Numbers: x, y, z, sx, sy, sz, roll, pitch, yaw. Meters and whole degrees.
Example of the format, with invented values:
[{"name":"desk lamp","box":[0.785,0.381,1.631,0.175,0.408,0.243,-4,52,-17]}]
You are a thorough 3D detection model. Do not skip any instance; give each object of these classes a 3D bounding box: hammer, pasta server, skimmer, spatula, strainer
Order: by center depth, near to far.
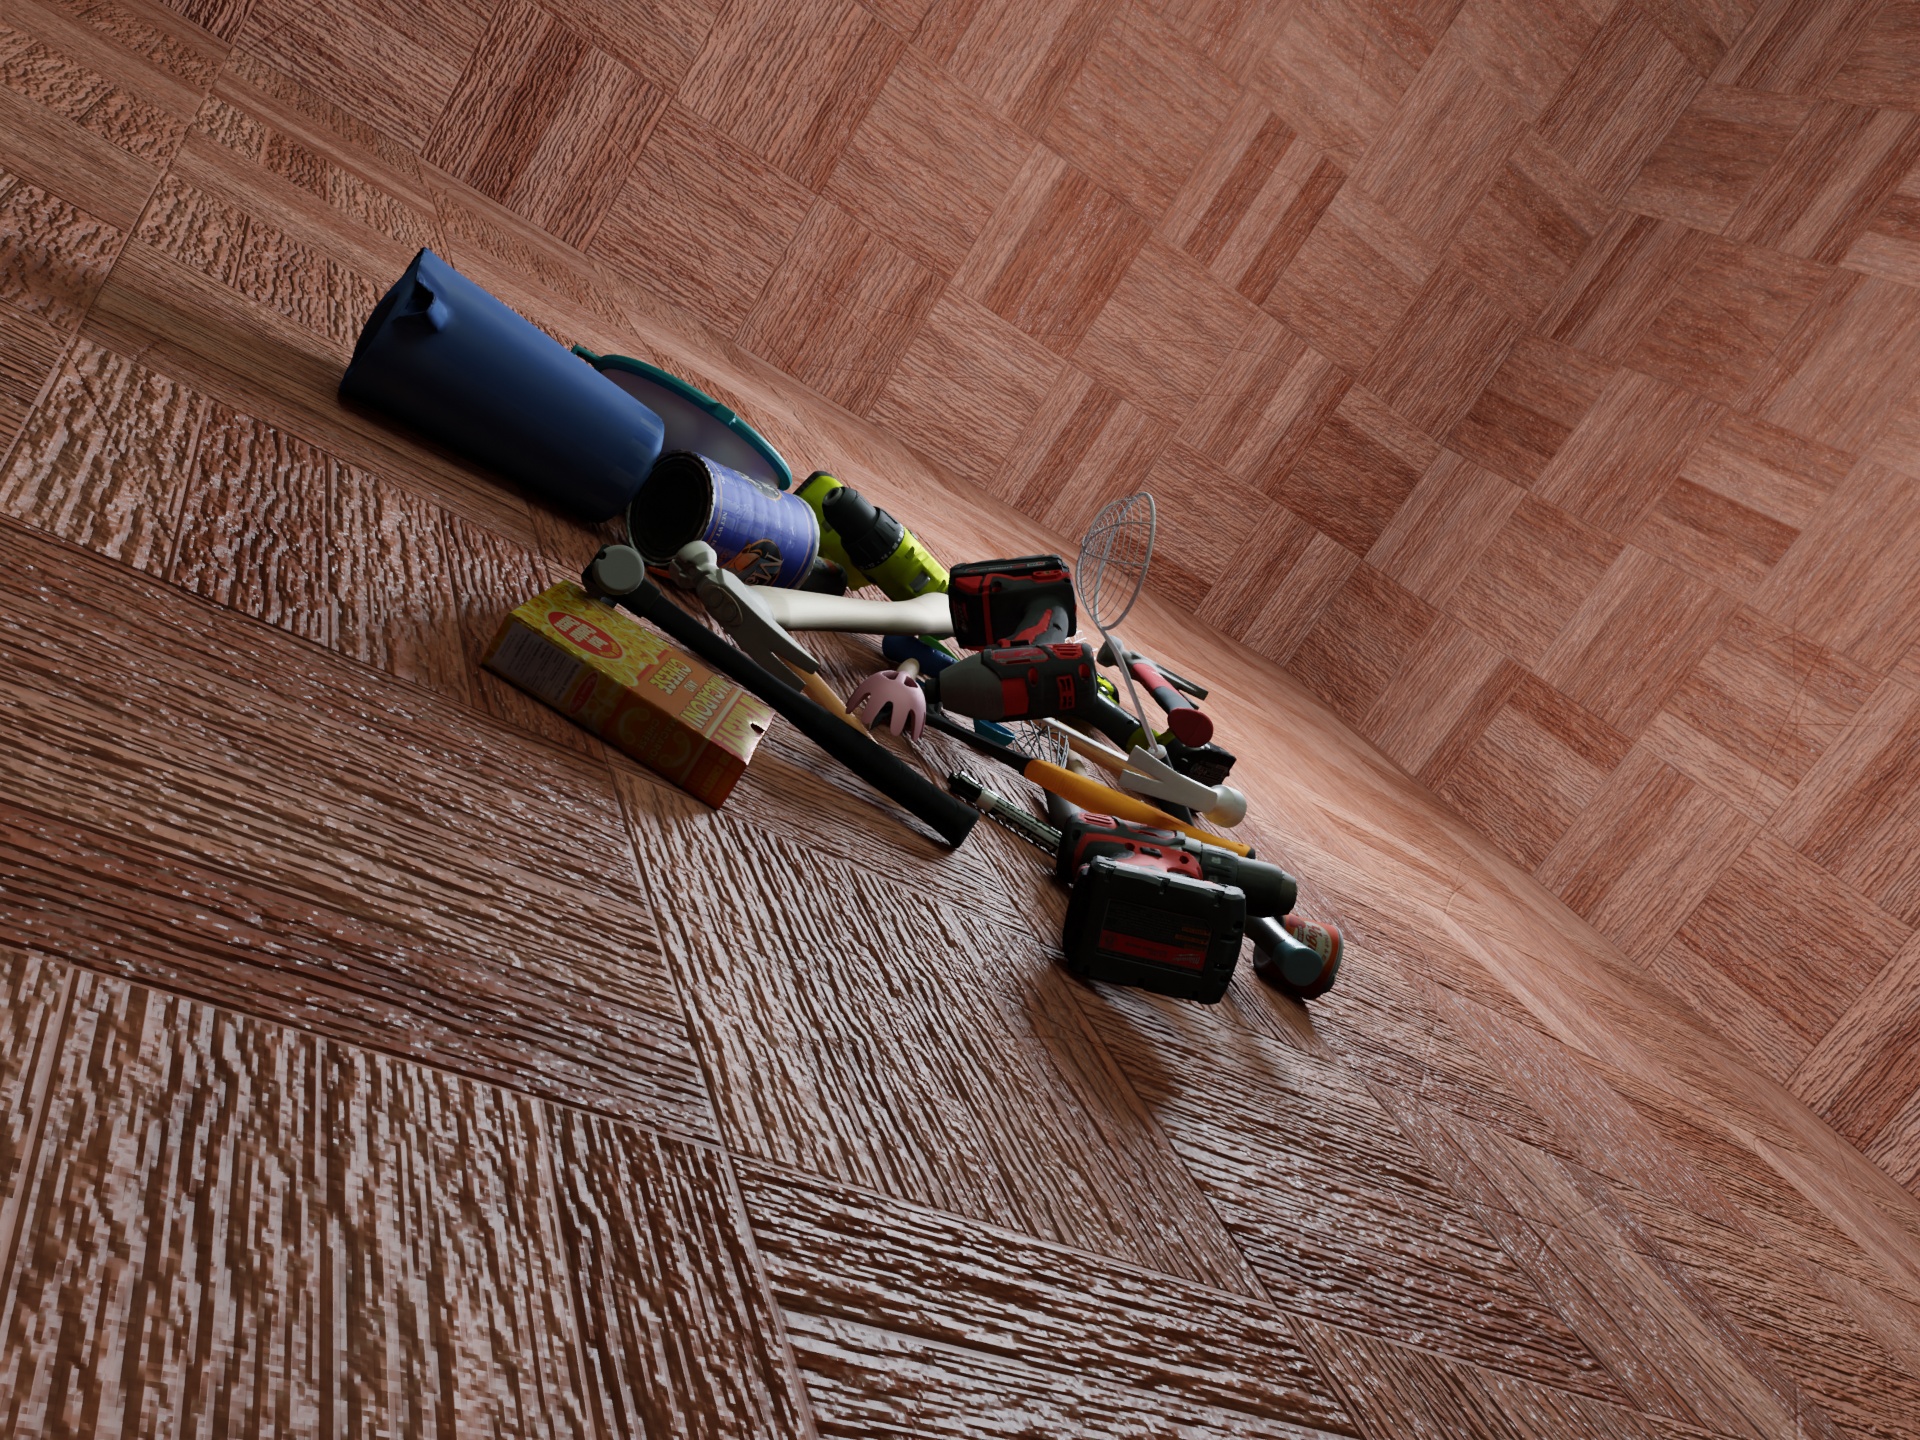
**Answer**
[{"name":"hammer","box":[-0.123,-0.012,1.126,0.334,0.035,0.146,36,-9,-14]},{"name":"pasta server","box":[-0.048,-0.027,1.275,0.060,0.040,0.316,23,6,-2]},{"name":"spatula","box":[-0.139,-0.039,1.276,0.323,0.041,0.081,47,17,32]},{"name":"hammer","box":[0.085,0.052,1.322,0.337,0.034,0.127,25,10,13]},{"name":"hammer","box":[0.226,0.147,1.363,0.128,0.033,0.331,34,5,-19]},{"name":"hammer","box":[-0.082,-0.084,1.370,0.146,0.038,0.410,44,19,18]},{"name":"hammer","box":[0.064,-0.007,1.424,0.406,0.035,0.144,28,5,43]},{"name":"skimmer","box":[0.191,-0.032,1.483,0.127,0.090,0.363,-111,178,-67]},{"name":"spatula","box":[0.116,0.065,1.527,0.059,0.018,0.316,30,14,-11]},{"name":"strainer","box":[-0.252,-0.220,1.544,0.211,0.095,0.340,25,-12,24]},{"name":"hammer","box":[0.241,-0.019,1.756,0.143,0.038,0.386,28,9,-8]}]

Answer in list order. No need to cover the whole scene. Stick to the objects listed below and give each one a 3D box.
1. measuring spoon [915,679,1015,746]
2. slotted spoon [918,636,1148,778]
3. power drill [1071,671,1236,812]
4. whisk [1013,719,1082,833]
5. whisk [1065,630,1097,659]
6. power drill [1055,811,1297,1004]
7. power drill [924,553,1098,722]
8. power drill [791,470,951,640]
[{"name":"measuring spoon","box":[-0.002,-0.005,1.511,0.129,0.021,0.042,31,10,32]},{"name":"slotted spoon","box":[0.087,0.005,1.584,0.314,0.031,0.070,30,-16,3]},{"name":"power drill","box":[0.194,0.010,1.800,0.223,0.080,0.171,38,13,32]},{"name":"whisk","box":[0.085,0.052,1.440,0.055,0.055,0.239,30,17,-17]},{"name":"whisk","box":[0.101,-0.075,1.940,0.070,0.070,0.284,37,18,13]},{"name":"power drill","box":[0.161,0.130,1.164,0.188,0.080,0.227,13,10,3]},{"name":"power drill","box":[0.041,-0.066,1.383,0.143,0.078,0.220,-6,27,3]},{"name":"power drill","box":[-0.100,-0.183,1.628,0.190,0.080,0.229,45,-4,-32]}]
